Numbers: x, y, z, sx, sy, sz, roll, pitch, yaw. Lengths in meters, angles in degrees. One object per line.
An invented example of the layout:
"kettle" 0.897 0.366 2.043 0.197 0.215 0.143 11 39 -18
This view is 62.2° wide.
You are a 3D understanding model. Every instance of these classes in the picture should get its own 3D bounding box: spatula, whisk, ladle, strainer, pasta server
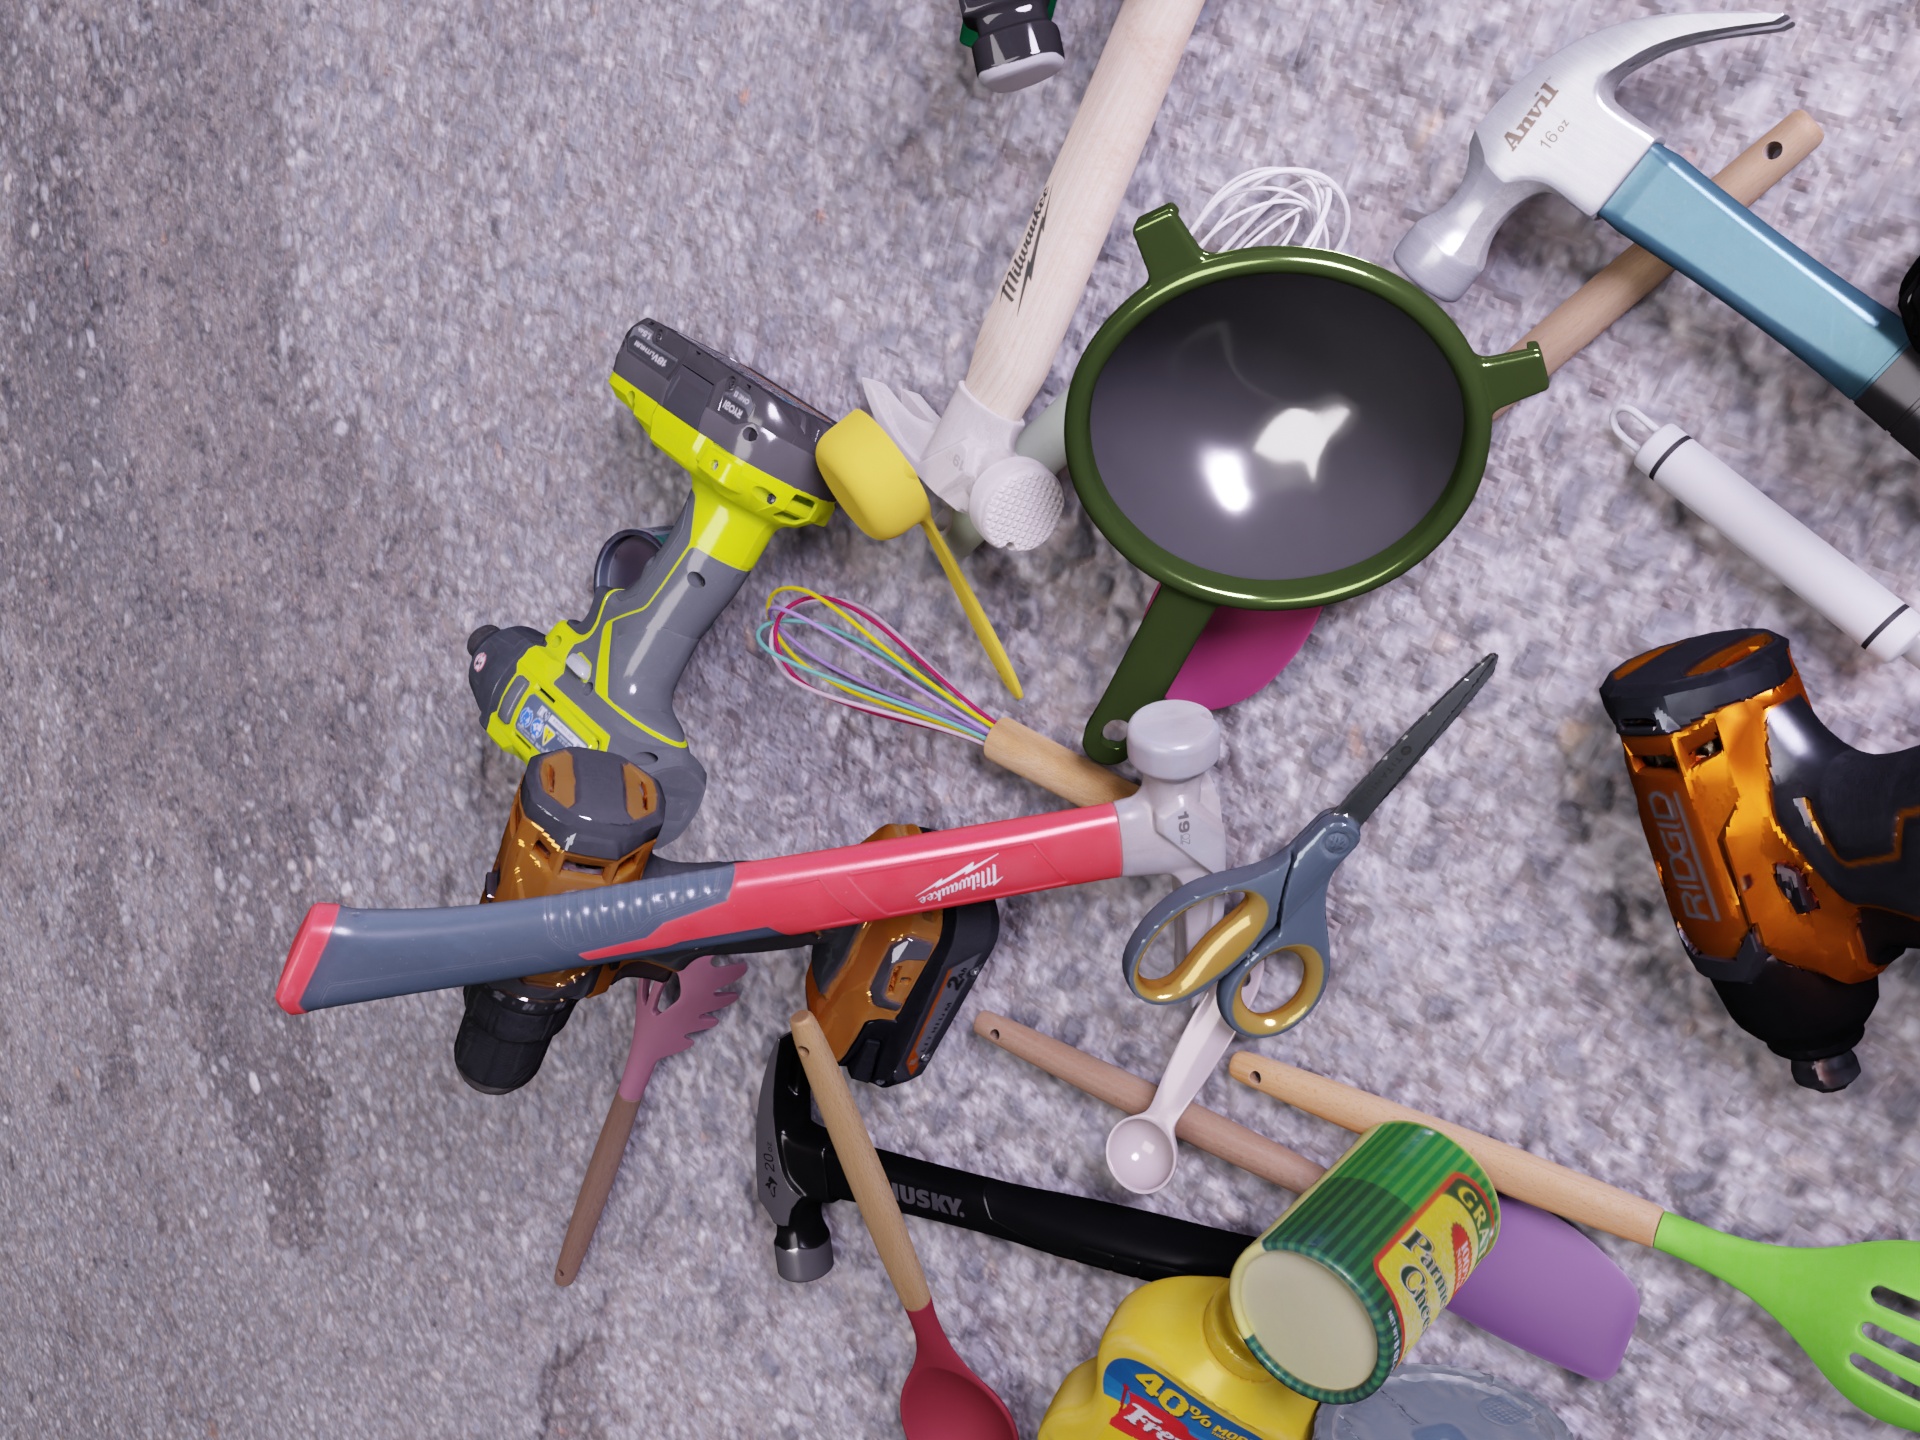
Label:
"spatula" 0.138 0.194 0.709 0.316 0.018 0.059 20 102 30
"whisk" 0.065 -0.142 0.672 0.246 0.059 0.058 -39 41 39
"ladle" -0.031 0.269 0.785 0.069 0.031 0.315 -4 119 26
"whisk" -0.001 -0.004 0.751 0.245 0.051 0.047 28 110 25
"strainer" 0.314 -0.024 0.519 0.259 0.050 0.086 48 164 24
"strainer" 0.102 -0.084 0.629 0.151 0.069 0.256 19 135 -4
"pasta server" -0.200 0.239 0.961 0.060 0.040 0.316 38 124 23

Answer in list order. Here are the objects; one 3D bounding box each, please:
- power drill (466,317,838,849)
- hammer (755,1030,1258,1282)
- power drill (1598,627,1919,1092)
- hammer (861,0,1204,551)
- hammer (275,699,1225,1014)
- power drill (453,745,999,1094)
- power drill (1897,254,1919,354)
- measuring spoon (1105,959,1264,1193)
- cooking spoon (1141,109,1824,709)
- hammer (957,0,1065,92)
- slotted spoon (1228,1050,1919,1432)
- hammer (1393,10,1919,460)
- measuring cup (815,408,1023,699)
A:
"power drill" -0.157 -0.072 0.779 0.171 0.080 0.223 37 102 34
"hammer" 0.030 0.239 0.787 0.335 0.035 0.146 2 102 35
"power drill" 0.307 0.051 0.470 0.226 0.084 0.164 -1 113 67
"hammer" 0.072 -0.277 0.623 0.146 0.038 0.410 52 123 49
"hammer" -0.080 0.087 0.663 0.386 0.038 0.143 -9 122 -5
"power drill" -0.118 0.114 0.748 0.185 0.226 0.084 -63 28 28
"power drill" 0.391 -0.109 0.399 0.228 0.080 0.190 36 107 10
"measuring spoon" 0.105 0.156 0.713 0.034 0.018 0.124 32 98 29
"cooking spoon" 0.182 -0.106 0.608 0.319 0.017 0.069 -43 68 35
"hammer" 0.148 -0.321 0.519 0.337 0.034 0.127 -11 97 21
"slotted spoon" 0.247 0.191 0.625 0.314 0.031 0.070 17 101 34
"hammer" 0.302 -0.101 0.499 0.331 0.033 0.128 44 123 15
"measuring cup" -0.017 -0.066 0.717 0.156 0.029 0.062 60 170 -22
